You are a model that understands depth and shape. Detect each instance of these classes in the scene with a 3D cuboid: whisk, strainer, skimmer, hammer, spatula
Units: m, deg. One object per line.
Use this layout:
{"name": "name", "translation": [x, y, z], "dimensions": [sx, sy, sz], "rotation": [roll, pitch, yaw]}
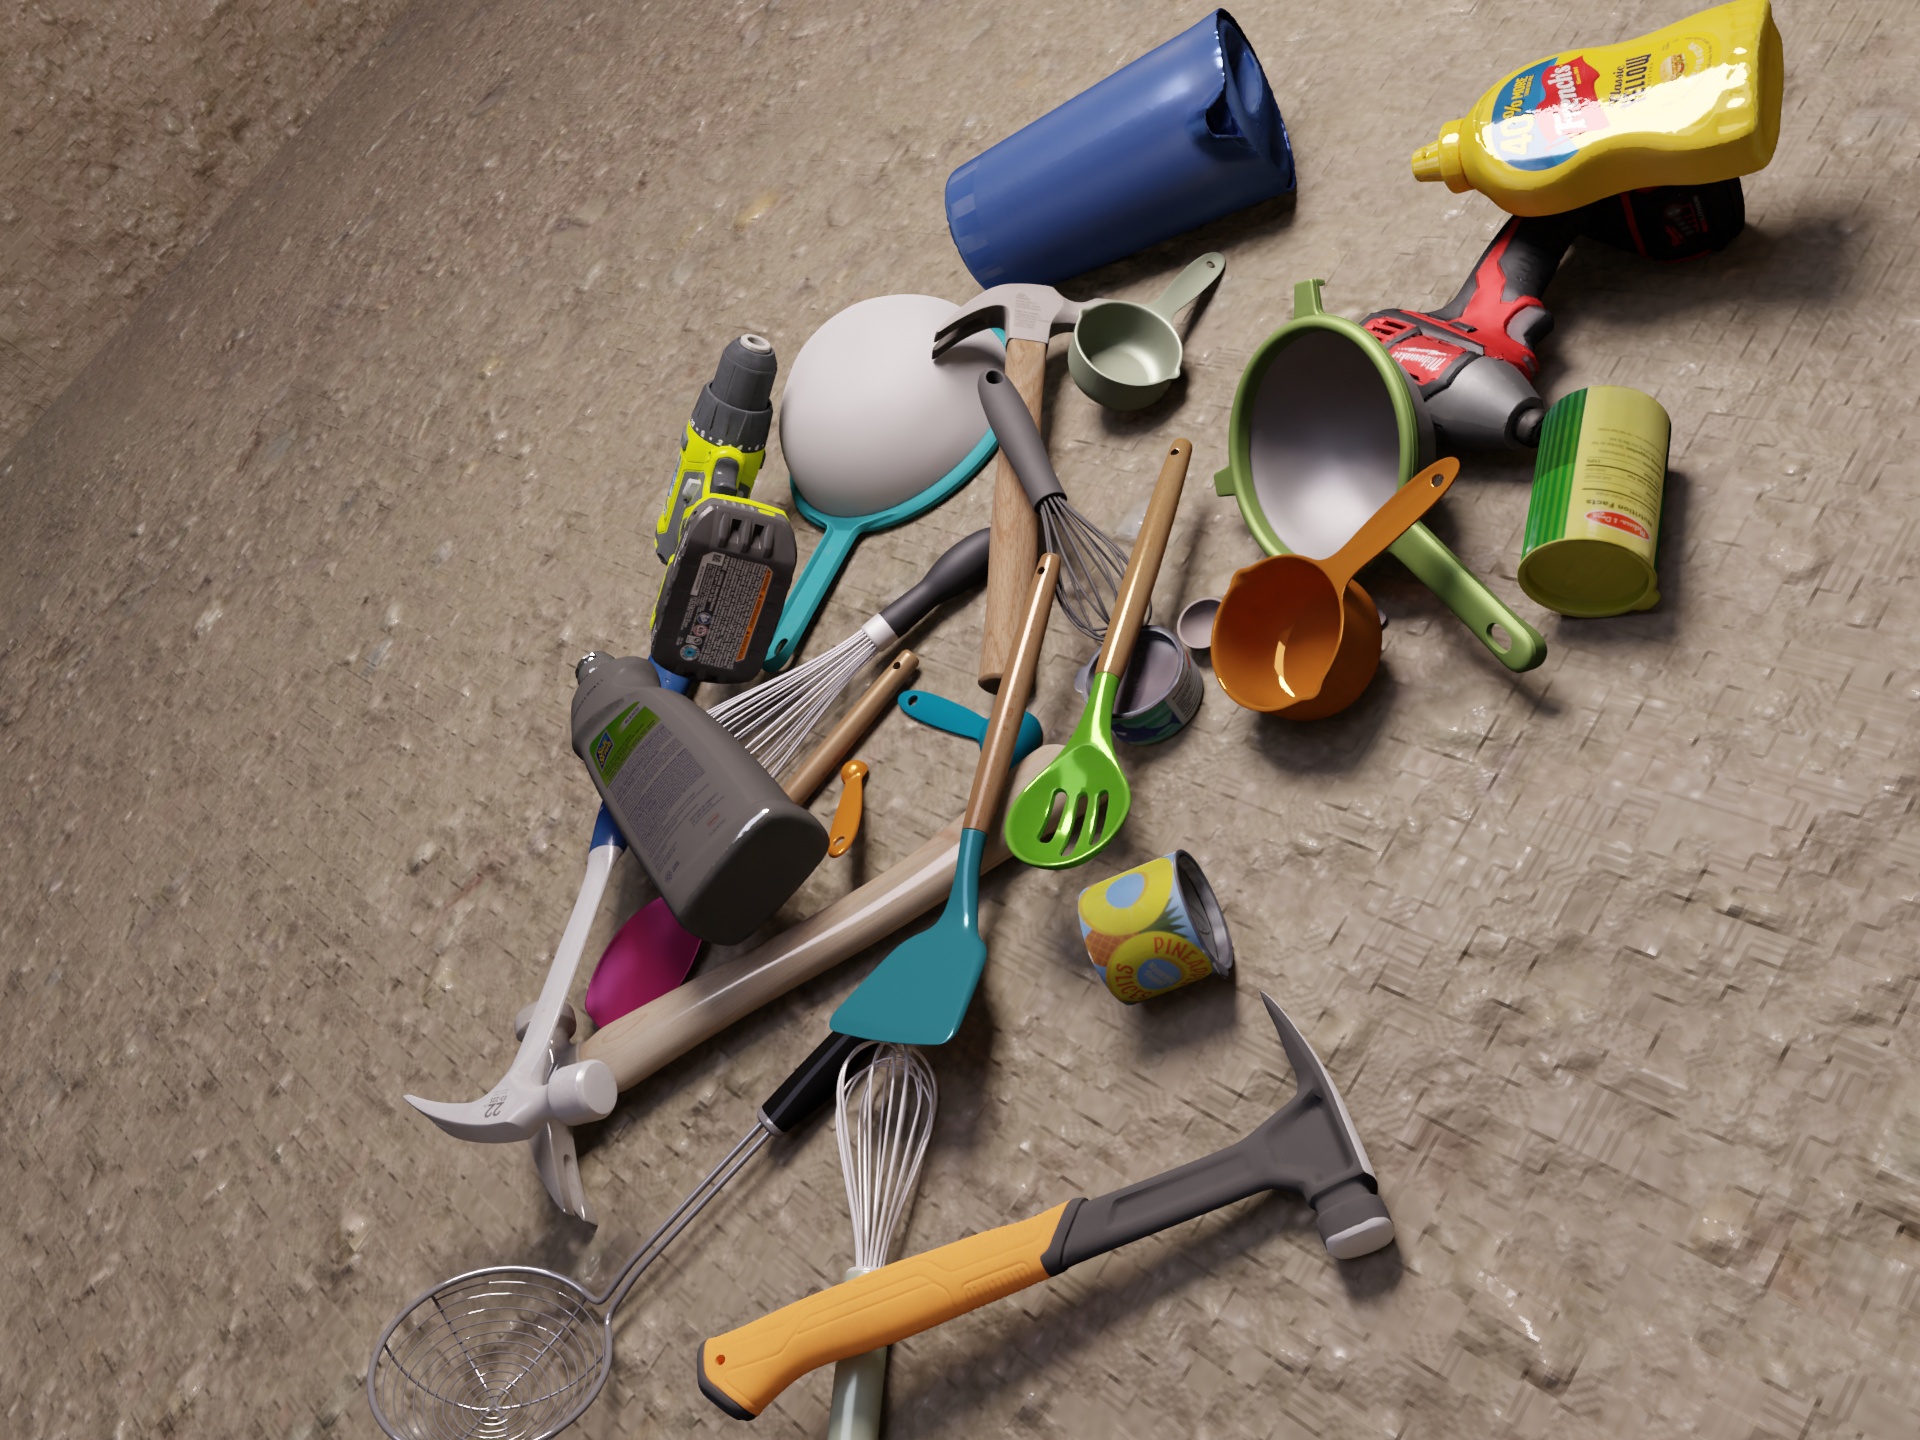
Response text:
{"name": "whisk", "translation": [0.060, -0.142, 1.024], "dimensions": [0.055, 0.055, 0.239], "rotation": [-31, 60, 13]}
{"name": "strainer", "translation": [-0.089, -0.198, 1.178], "dimensions": [0.211, 0.095, 0.340], "rotation": [6, 60, 39]}
{"name": "skimmer", "translation": [-0.164, 0.257, 0.879], "dimensions": [0.363, 0.090, 0.127], "rotation": [-46, 43, -5]}
{"name": "hammer", "translation": [-0.243, 0.097, 1.049], "dimensions": [0.144, 0.035, 0.406], "rotation": [-18, 38, 24]}
{"name": "hammer", "translation": [0.026, 0.247, 0.759], "dimensions": [0.337, 0.034, 0.127], "rotation": [-24, 47, 7]}
{"name": "whisk", "translation": [-0.080, -0.039, 1.081], "dimensions": [0.284, 0.070, 0.070], "rotation": [-39, 43, -3]}
{"name": "hammer", "translation": [0.037, -0.166, 1.078], "dimensions": [0.130, 0.031, 0.332], "rotation": [7, 61, -3]}
{"name": "hammer", "translation": [-0.090, 0.145, 0.951], "dimensions": [0.410, 0.038, 0.146], "rotation": [-32, 51, 10]}
{"name": "strainer", "translation": [0.250, -0.121, 0.882], "dimensions": [0.069, 0.151, 0.257], "rotation": [-12, 50, -29]}
{"name": "spatula", "translation": [0.011, 0.036, 0.908], "dimensions": [0.082, 0.044, 0.318], "rotation": [-1, 63, 36]}
{"name": "whisk", "translation": [-0.047, 0.278, 0.820], "dimensions": [0.059, 0.057, 0.247], "rotation": [134, 148, -52]}

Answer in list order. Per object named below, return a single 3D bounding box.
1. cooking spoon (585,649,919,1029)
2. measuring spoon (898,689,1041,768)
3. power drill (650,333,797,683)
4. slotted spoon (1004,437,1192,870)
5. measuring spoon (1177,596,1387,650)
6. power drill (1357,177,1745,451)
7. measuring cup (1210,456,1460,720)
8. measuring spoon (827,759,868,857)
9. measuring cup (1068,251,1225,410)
{"name": "cooking spoon", "translation": [-0.133, 0.077, 1.050], "dimensions": [0.069, 0.017, 0.319], "rotation": [36, 82, 35]}
{"name": "measuring spoon", "translation": [-0.002, -0.003, 1.015], "dimensions": [0.129, 0.021, 0.042], "rotation": [21, 72, 44]}
{"name": "power drill", "translation": [-0.169, -0.153, 1.139], "dimensions": [0.229, 0.080, 0.190], "rotation": [-104, 31, -52]}
{"name": "slotted spoon", "translation": [0.094, -0.045, 0.926], "dimensions": [0.070, 0.031, 0.314], "rotation": [2, 57, 29]}
{"name": "measuring spoon", "translation": [0.187, -0.055, 0.928], "dimensions": [0.124, 0.018, 0.034], "rotation": [0, 66, 28]}
{"name": "power drill", "translation": [0.339, -0.250, 0.924], "dimensions": [0.219, 0.078, 0.143], "rotation": [-47, 43, 0]}
{"name": "measuring cup", "translation": [0.213, -0.070, 0.855], "dimensions": [0.173, 0.052, 0.095], "rotation": [-47, 49, 27]}
{"name": "measuring spoon", "translation": [-0.073, 0.053, 0.999], "dimensions": [0.021, 0.011, 0.117], "rotation": [-26, 22, 14]}
{"name": "measuring cup", "translation": [0.137, -0.276, 1.115], "dimensions": [0.083, 0.038, 0.168], "rotation": [37, 58, 9]}
